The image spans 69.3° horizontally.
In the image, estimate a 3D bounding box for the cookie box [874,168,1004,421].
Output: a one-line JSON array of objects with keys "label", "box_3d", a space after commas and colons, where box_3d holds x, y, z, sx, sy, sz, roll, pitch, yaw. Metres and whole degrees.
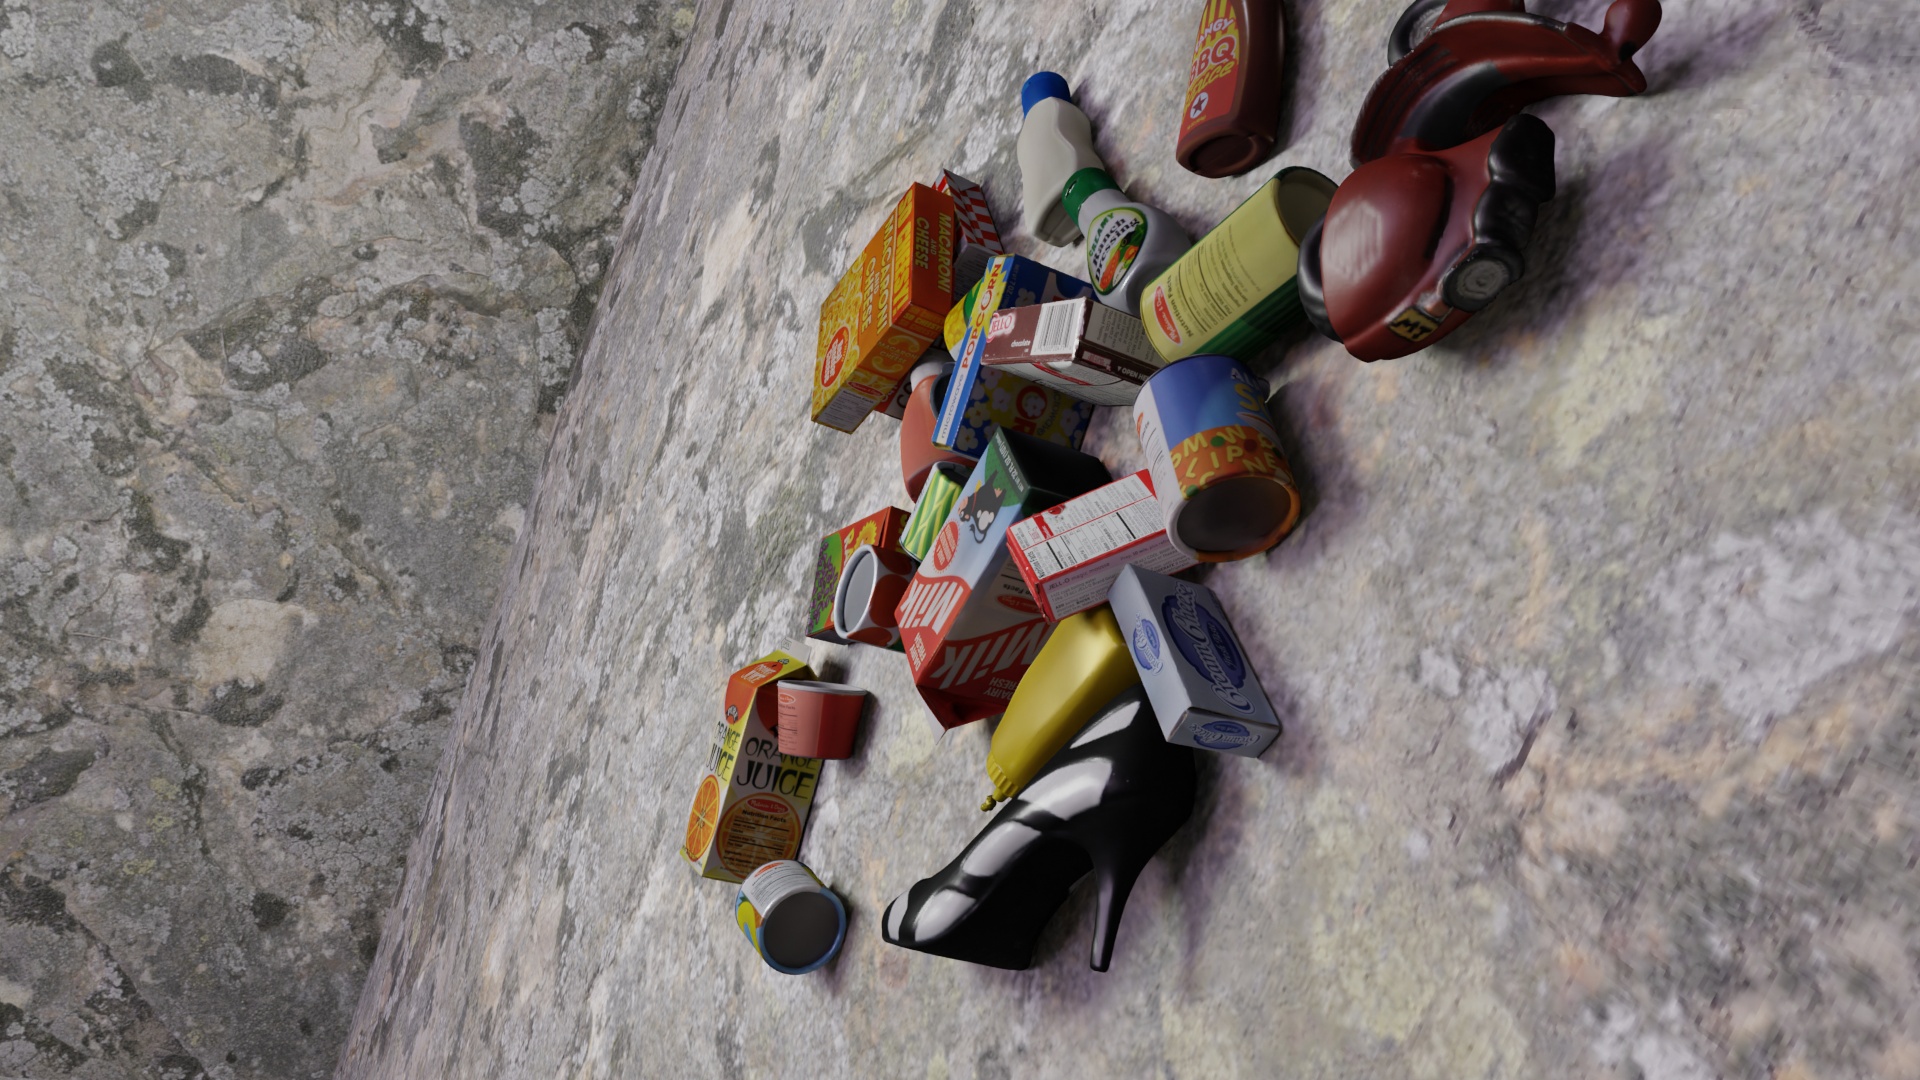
[{"label": "cookie box", "box_3d": [-0.030, -0.198, 1.127, 0.166, 0.040, 0.123, -55, 31, 31]}]

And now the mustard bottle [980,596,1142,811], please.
[{"label": "mustard bottle", "box_3d": [0.054, 0.098, 0.763, 0.159, 0.049, 0.065, -56, 25, 32]}]

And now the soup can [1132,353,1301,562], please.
[{"label": "soup can", "box_3d": [0.128, -0.041, 0.685, 0.071, 0.071, 0.084, -52, 34, 38]}]

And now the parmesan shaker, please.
[{"label": "parmesan shaker", "box_3d": [0.149, -0.129, 0.697, 0.102, 0.071, 0.071, -37, 43, 50]}]

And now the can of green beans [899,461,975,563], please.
[{"label": "can of green beans", "box_3d": [0.001, -0.013, 0.918, 0.057, 0.071, 0.071, -65, 27, 16]}]

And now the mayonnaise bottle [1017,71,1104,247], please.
[{"label": "mayonnaise bottle", "box_3d": [0.068, -0.275, 0.980, 0.064, 0.041, 0.149, -48, 34, 39]}]

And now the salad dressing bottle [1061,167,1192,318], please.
[{"label": "salad dressing bottle", "box_3d": [0.099, -0.186, 0.855, 0.064, 0.044, 0.148, -58, 29, 25]}]

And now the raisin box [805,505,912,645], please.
[{"label": "raisin box", "box_3d": [-0.074, 0.029, 1.074, 0.123, 0.040, 0.086, -21, 55, 58]}]

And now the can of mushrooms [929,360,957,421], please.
[{"label": "can of mushrooms", "box_3d": [0.015, -0.094, 0.923, 0.034, 0.071, 0.070, -44, 6, -37]}]

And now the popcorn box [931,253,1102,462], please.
[{"label": "popcorn box", "box_3d": [0.043, -0.105, 0.871, 0.038, 0.085, 0.126, 22, 95, 66]}]

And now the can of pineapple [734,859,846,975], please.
[{"label": "can of pineapple", "box_3d": [-0.121, 0.270, 0.990, 0.058, 0.071, 0.071, 15, 88, 65]}]

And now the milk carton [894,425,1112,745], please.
[{"label": "milk carton", "box_3d": [0.019, 0.034, 0.845, 0.189, 0.073, 0.072, -61, 28, 25]}]

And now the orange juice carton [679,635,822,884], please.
[{"label": "orange juice carton", "box_3d": [-0.157, 0.173, 1.113, 0.072, 0.073, 0.192, 5, 79, 64]}]

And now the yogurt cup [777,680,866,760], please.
[{"label": "yogurt cup", "box_3d": [-0.107, 0.136, 1.049, 0.072, 0.072, 0.054, -1, 82, 63]}]

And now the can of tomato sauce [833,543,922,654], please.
[{"label": "can of tomato sauce", "box_3d": [-0.034, 0.042, 0.934, 0.071, 0.083, 0.071, -42, 40, 48]}]

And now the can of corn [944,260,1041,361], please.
[{"label": "can of corn", "box_3d": [0.031, -0.150, 0.945, 0.058, 0.071, 0.071, -38, 42, 51]}]

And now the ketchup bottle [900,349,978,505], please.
[{"label": "ketchup bottle", "box_3d": [-0.014, -0.085, 1.006, 0.065, 0.043, 0.149, -18, 39, 8]}]

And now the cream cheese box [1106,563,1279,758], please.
[{"label": "cream cheese box", "box_3d": [0.111, 0.057, 0.670, 0.024, 0.053, 0.104, -60, 28, 30]}]

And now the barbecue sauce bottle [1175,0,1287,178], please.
[{"label": "barbecue sauce bottle", "box_3d": [0.160, -0.286, 0.796, 0.064, 0.044, 0.149, -19, 58, 61]}]

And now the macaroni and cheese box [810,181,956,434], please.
[{"label": "macaroni and cheese box", "box_3d": [-0.060, -0.178, 1.080, 0.165, 0.040, 0.124, -41, 39, 47]}]
